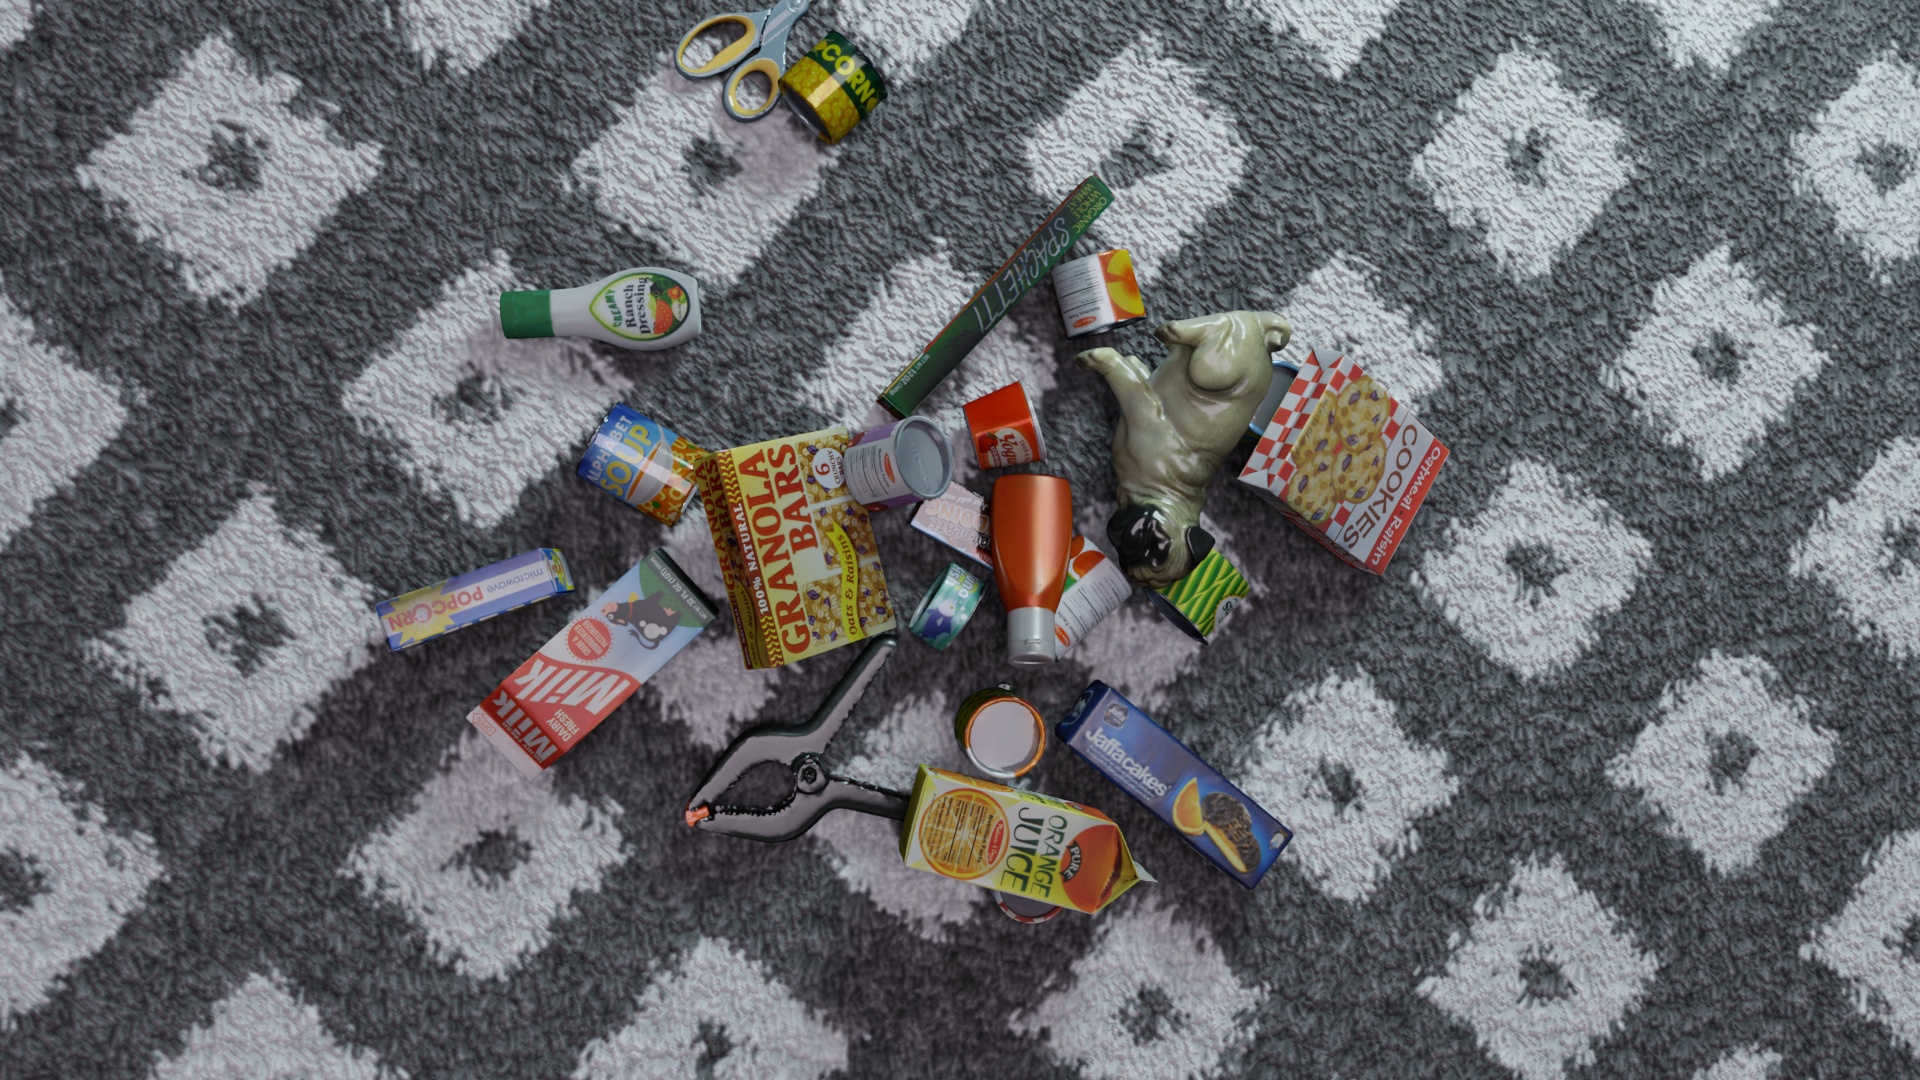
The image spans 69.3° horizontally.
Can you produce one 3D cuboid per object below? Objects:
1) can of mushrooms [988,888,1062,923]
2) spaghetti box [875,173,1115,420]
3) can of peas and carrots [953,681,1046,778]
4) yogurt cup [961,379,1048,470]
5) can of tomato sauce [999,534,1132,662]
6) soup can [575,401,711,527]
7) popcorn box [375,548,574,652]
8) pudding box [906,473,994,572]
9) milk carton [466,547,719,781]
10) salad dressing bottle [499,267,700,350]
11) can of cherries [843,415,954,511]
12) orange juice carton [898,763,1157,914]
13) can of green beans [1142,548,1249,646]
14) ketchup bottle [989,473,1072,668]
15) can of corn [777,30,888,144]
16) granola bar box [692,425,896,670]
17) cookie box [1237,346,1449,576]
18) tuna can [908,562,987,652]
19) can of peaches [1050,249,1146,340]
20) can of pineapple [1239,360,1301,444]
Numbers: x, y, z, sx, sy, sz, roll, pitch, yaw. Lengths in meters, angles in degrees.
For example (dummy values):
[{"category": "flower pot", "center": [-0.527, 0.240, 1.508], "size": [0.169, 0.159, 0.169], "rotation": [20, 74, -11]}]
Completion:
[{"category": "can of mushrooms", "center": [0.058, 0.275, 1.129], "size": [0.071, 0.033, 0.071], "rotation": [0, 89, -8]}, {"category": "spaghetti box", "center": [0.028, -0.195, 1.114], "size": [0.028, 0.050, 0.250], "rotation": [44, 84, -8]}, {"category": "can of peas and carrots", "center": [0.032, 0.151, 1.112], "size": [0.071, 0.058, 0.071], "rotation": [0, 91, -9]}, {"category": "yogurt cup", "center": [0.034, -0.089, 1.110], "size": [0.054, 0.072, 0.072], "rotation": [-16, 93, 0]}, {"category": "can of tomato sauce", "center": [0.085, 0.045, 1.117], "size": [0.083, 0.071, 0.071], "rotation": [-41, 96, -6]}, {"category": "soup can", "center": [-0.242, -0.058, 1.065], "size": [0.084, 0.071, 0.071], "rotation": [30, 86, -8]}, {"category": "popcorn box", "center": [-0.360, 0.043, 1.041], "size": [0.127, 0.085, 0.038], "rotation": [-20, 92, -7]}, {"category": "pudding box", "center": [0.004, -0.014, 1.121], "size": [0.084, 0.030, 0.049], "rotation": [30, 86, -7]}, {"category": "milk carton", "center": [-0.279, 0.094, 1.059], "size": [0.191, 0.073, 0.072], "rotation": [-43, 96, -6]}, {"category": "salad dressing bottle", "center": [-0.277, -0.177, 1.073], "size": [0.148, 0.044, 0.064], "rotation": [-4, 92, -8]}, {"category": "can of cherries", "center": [-0.047, -0.059, 1.087], "size": [0.071, 0.058, 0.071], "rotation": [18, 66, -47]}, {"category": "orange juice carton", "center": [0.054, 0.234, 1.074], "size": [0.193, 0.072, 0.073], "rotation": [15, 86, -6]}, {"category": "can of green beans", "center": [0.192, 0.040, 1.131], "size": [0.071, 0.071, 0.058], "rotation": [45, 84, -6]}, {"category": "ketchup bottle", "center": [0.054, 0.023, 1.070], "size": [0.065, 0.043, 0.149], "rotation": [2, 66, -1]}, {"category": "can of corn", "center": [-0.100, -0.353, 1.085], "size": [0.058, 0.071, 0.071], "rotation": [-44, 96, -5]}, {"category": "granola bar box", "center": [-0.126, 0.004, 1.069], "size": [0.125, 0.039, 0.165], "rotation": [-16, 93, -41]}, {"category": "cookie box", "center": [0.313, -0.061, 1.126], "size": [0.167, 0.040, 0.123], "rotation": [31, 87, -36]}, {"category": "tuna can", "center": [-0.010, 0.051, 1.100], "size": [0.033, 0.071, 0.071], "rotation": [33, 86, -7]}, {"category": "can of peaches", "center": [0.112, -0.198, 1.120], "size": [0.071, 0.071, 0.058], "rotation": [-16, 92, -8]}, {"category": "can of pineapple", "center": [0.249, -0.114, 1.143], "size": [0.071, 0.058, 0.071], "rotation": [0, 91, -8]}]
